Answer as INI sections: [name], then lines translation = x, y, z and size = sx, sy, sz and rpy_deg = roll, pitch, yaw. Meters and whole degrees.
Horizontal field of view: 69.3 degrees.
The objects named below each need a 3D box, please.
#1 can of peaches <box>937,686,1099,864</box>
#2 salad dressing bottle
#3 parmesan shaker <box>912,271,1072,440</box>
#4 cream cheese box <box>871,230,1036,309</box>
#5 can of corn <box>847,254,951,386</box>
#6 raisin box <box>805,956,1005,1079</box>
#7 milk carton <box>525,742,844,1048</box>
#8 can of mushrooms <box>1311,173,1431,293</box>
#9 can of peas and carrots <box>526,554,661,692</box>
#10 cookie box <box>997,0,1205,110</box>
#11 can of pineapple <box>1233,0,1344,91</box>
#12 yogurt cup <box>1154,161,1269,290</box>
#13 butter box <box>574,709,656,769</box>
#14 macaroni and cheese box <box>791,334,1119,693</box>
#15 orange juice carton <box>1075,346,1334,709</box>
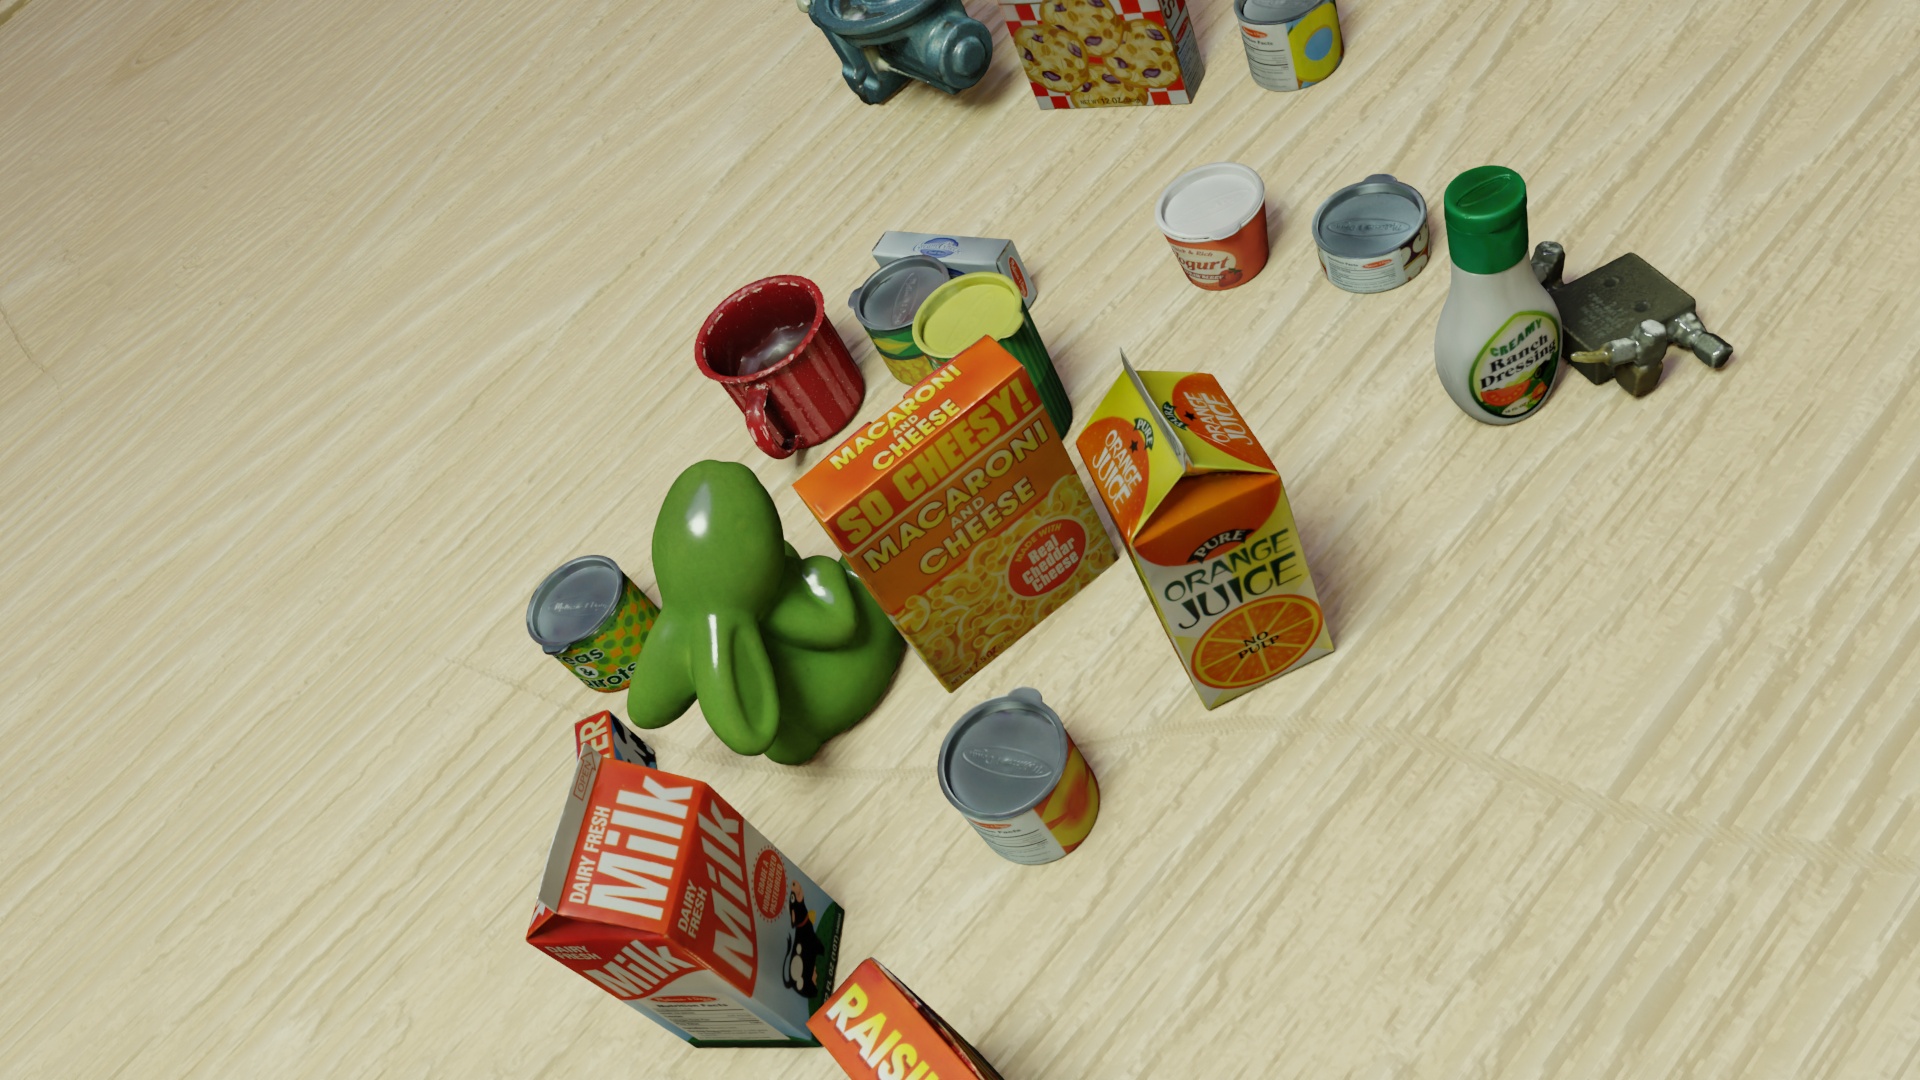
[can of peaches]
translation = 0.031, 0.117, 0.684
size = 0.071, 0.058, 0.071
rpy_deg = -13, 50, 16
[salad dressing bottle]
translation = 0.267, -0.120, 0.696
size = 0.064, 0.147, 0.044
rpy_deg = -29, 48, 3
[parmesan shaker]
translation = 0.023, -0.099, 0.825
size = 0.071, 0.102, 0.072
rpy_deg = -13, 51, 16
[cream cheese box]
translation = -0.005, -0.179, 0.933
size = 0.104, 0.053, 0.024
rpy_deg = 12, 61, 32
[can of corn]
translation = -0.031, -0.144, 0.915
size = 0.071, 0.058, 0.071
rpy_deg = -13, 50, 16
[raisin box]
translation = -0.002, 0.230, 0.568
size = 0.040, 0.123, 0.086
rpy_deg = -44, 49, -11
[milk carton]
translation = -0.128, 0.167, 0.632
size = 0.073, 0.189, 0.073
rpy_deg = -8, 52, 20
[can of mushrooms]
translation = 0.247, -0.183, 0.831
size = 0.071, 0.033, 0.071
rpy_deg = -13, 50, 16
[can of peas and carrots]
translation = -0.222, 0.054, 0.852
size = 0.071, 0.058, 0.071
rpy_deg = -13, 50, 16
[cookie box]
translation = 0.089, -0.379, 0.968
size = 0.123, 0.166, 0.040
rpy_deg = 8, 59, 30
[can of pineapple]
translation = 0.228, -0.354, 0.956
size = 0.071, 0.057, 0.071
rpy_deg = -13, 50, 16
[yogurt cup]
translation = 0.160, -0.194, 0.866
size = 0.072, 0.053, 0.073
rpy_deg = -13, 50, 16
[butter box]
translation = -0.186, 0.149, 0.765
size = 0.024, 0.053, 0.104
rpy_deg = -25, 48, 7
[macaroni and cheese box]
translation = 0.003, -0.009, 0.722
size = 0.124, 0.165, 0.040
rpy_deg = -39, 48, -6
[orange juice carton]
translation = 0.113, -0.007, 0.651
size = 0.073, 0.192, 0.072
rpy_deg = -26, 48, 5
